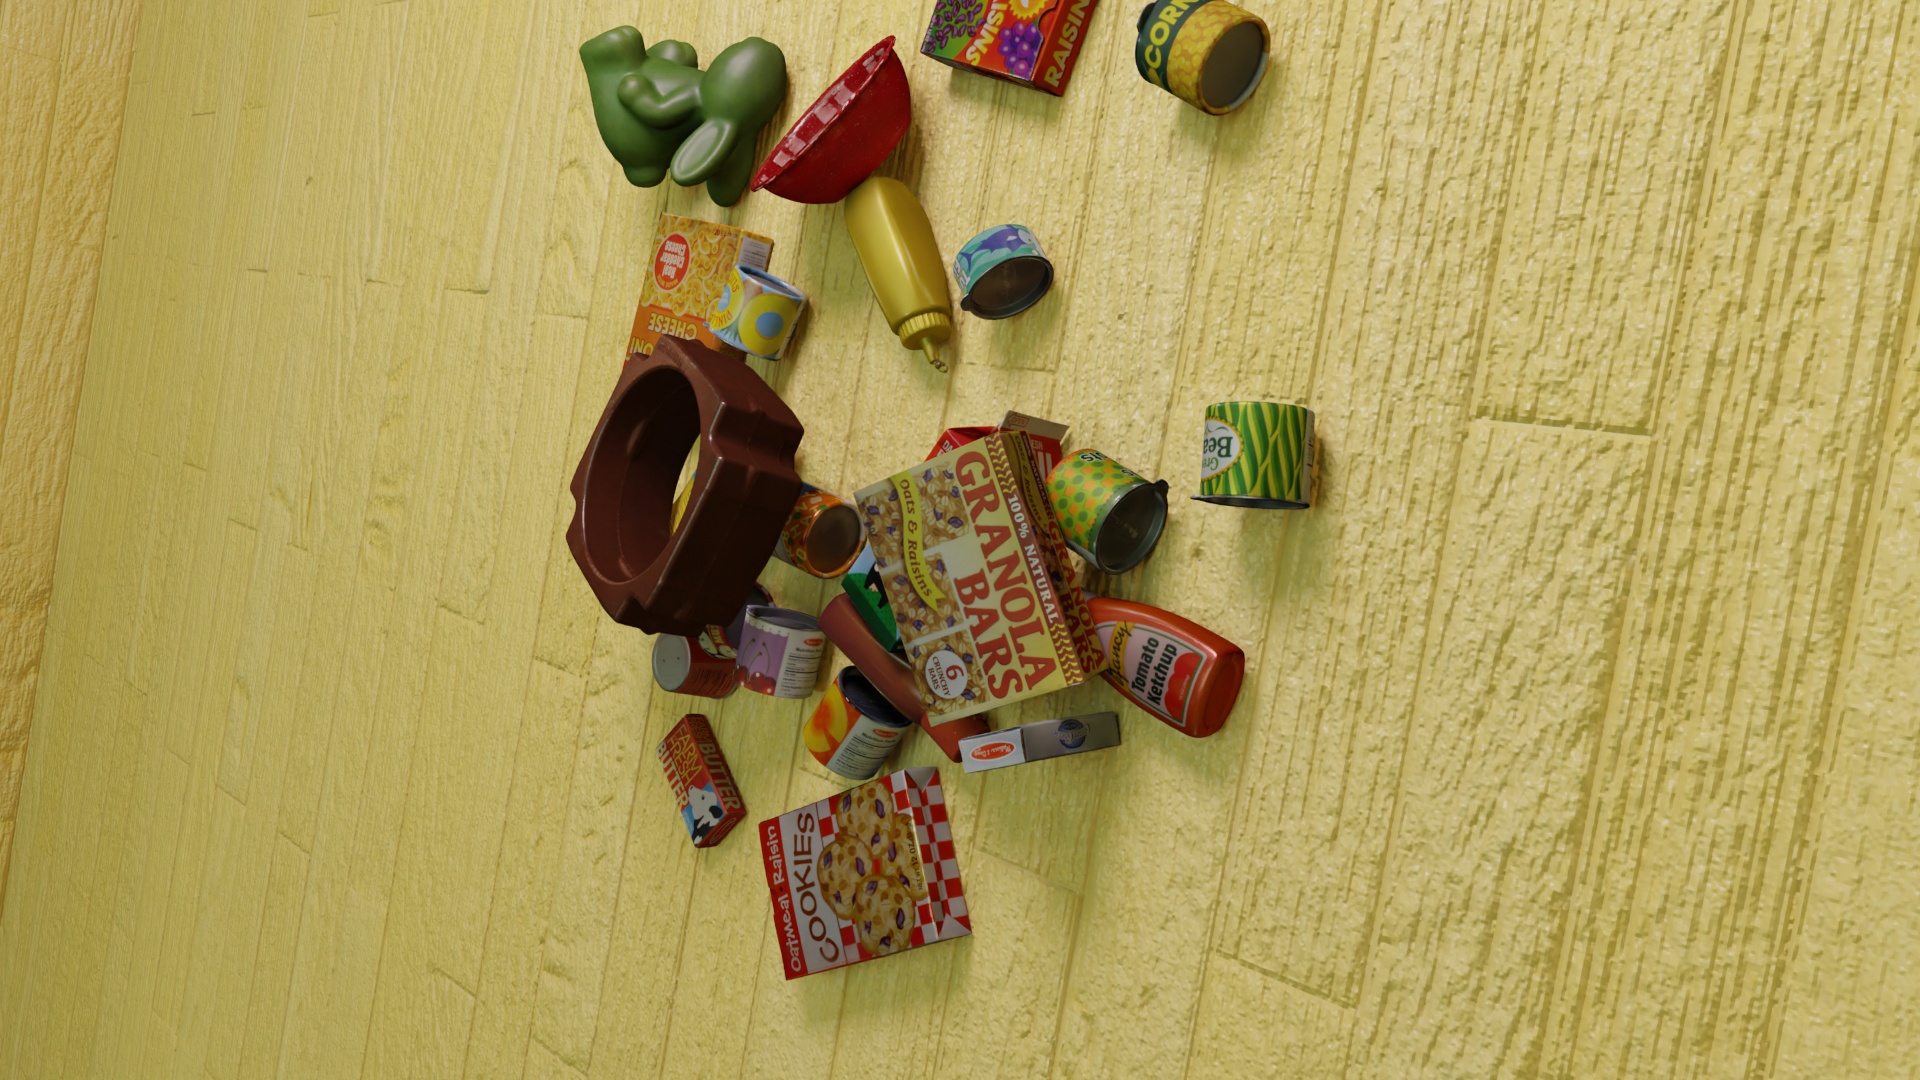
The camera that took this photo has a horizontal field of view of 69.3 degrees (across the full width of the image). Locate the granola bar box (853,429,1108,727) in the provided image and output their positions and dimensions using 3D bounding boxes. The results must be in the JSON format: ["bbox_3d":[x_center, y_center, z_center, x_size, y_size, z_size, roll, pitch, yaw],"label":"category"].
[{"bbox_3d":[0.012,0.025,0.906,0.124,0.039,0.165,-21,85,32],"label":"granola bar box"}]

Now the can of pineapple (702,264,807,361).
[{"bbox_3d":[-0.170,-0.190,1.157,0.071,0.071,0.057,39,110,37],"label":"can of pineapple"}]

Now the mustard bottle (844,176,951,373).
[{"bbox_3d":[-0.041,-0.196,1.049,0.048,0.065,0.160,-28,71,31],"label":"mustard bottle"}]

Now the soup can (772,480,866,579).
[{"bbox_3d":[-0.127,-0.010,1.097,0.084,0.071,0.071,23,100,40],"label":"soup can"}]

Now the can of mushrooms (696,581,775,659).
[{"bbox_3d":[-0.186,0.064,1.139,0.033,0.071,0.071,-4,83,39],"label":"can of mushrooms"}]

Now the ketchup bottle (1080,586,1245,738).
[{"bbox_3d":[0.111,0.068,0.897,0.149,0.043,0.064,29,110,40],"label":"ketchup bottle"}]

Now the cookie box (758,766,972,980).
[{"bbox_3d":[-0.077,0.251,1.041,0.167,0.040,0.123,-26,68,36],"label":"cookie box"}]

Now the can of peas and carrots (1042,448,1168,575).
[{"bbox_3d":[0.093,-0.022,0.908,0.059,0.071,0.070,34,108,39],"label":"can of peas and carrots"}]

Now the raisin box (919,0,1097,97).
[{"bbox_3d":[0.035,-0.384,1.020,0.123,0.040,0.086,31,104,38],"label":"raisin box"}]

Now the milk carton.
[{"bbox_3d":[0.004,-0.012,0.981,0.189,0.072,0.073,-54,55,22],"label":"milk carton"}]

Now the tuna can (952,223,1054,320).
[{"bbox_3d":[0.027,-0.189,0.983,0.070,0.071,0.033,-41,59,31],"label":"tuna can"}]

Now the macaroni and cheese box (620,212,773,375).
[{"bbox_3d":[-0.237,-0.199,1.236,0.124,0.040,0.166,21,98,41],"label":"macaroni and cheese box"}]

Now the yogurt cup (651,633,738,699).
[{"bbox_3d":[-0.225,0.101,1.180,0.072,0.054,0.072,-5,83,41],"label":"yogurt cup"}]

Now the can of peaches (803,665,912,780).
[{"bbox_3d":[-0.077,0.135,1.039,0.071,0.071,0.058,49,117,34],"label":"can of peaches"}]

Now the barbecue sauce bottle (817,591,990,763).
[{"bbox_3d":[-0.038,0.098,1.014,0.149,0.065,0.043,45,110,26],"label":"barbecue sauce bottle"}]

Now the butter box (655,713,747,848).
[{"bbox_3d":[-0.223,0.204,1.185,0.053,0.024,0.104,-47,57,28],"label":"butter box"}]

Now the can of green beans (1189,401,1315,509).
[{"bbox_3d":[0.178,-0.050,0.836,0.071,0.071,0.058,2,86,41],"label":"can of green beans"}]

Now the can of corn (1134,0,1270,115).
[{"bbox_3d":[0.154,-0.314,0.887,0.058,0.071,0.071,43,113,35],"label":"can of corn"}]

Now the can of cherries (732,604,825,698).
[{"bbox_3d":[-0.145,0.088,1.104,0.071,0.071,0.058,19,99,41],"label":"can of cherries"}]

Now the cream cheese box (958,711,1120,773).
[{"bbox_3d":[0.053,0.130,0.900,0.053,0.104,0.024,-18,78,40],"label":"cream cheese box"}]
